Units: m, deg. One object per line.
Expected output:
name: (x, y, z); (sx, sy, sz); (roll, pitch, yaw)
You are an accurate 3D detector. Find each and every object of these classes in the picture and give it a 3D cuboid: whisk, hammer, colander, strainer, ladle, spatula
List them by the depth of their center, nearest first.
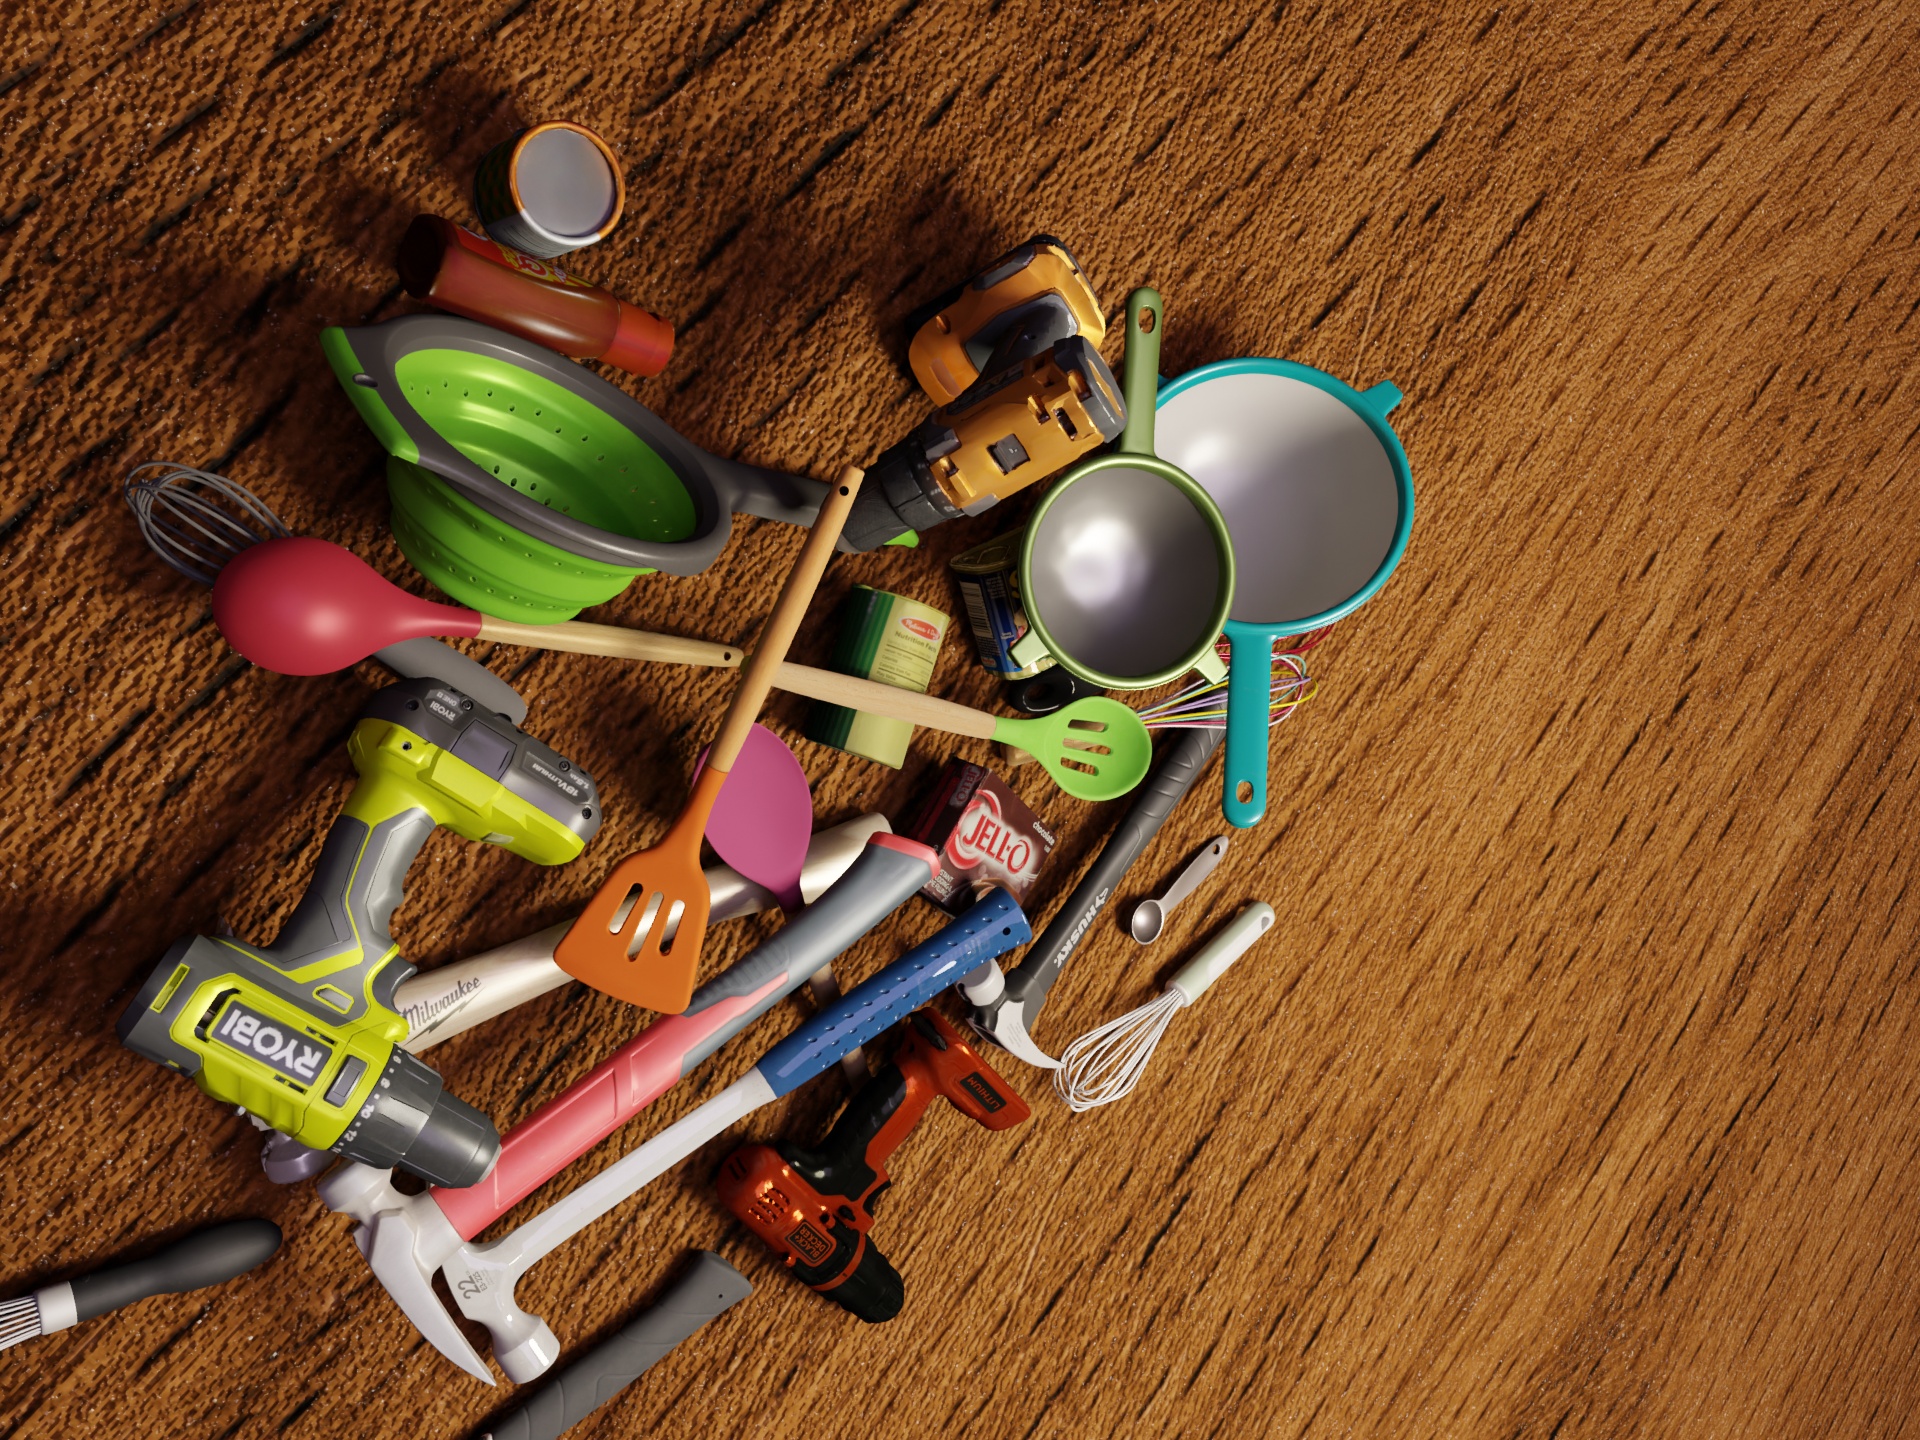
whisk: (-0.480, 0.299, 0.779); (0.284, 0.070, 0.070); (-11, 103, -37)
whisk: (-0.326, -0.060, 0.839); (0.238, 0.055, 0.055); (37, 76, -37)
ladle: (-0.245, -0.049, 0.875); (0.315, 0.031, 0.069); (5, 92, -47)
spatula: (-0.126, 0.006, 0.888); (0.081, 0.041, 0.322); (25, 97, -7)
colander: (-0.179, -0.112, 0.902); (0.396, 0.205, 0.094); (6, 128, -50)
hammer: (-0.156, 0.199, 0.915); (0.386, 0.038, 0.143); (-36, 97, -23)
hammer: (-0.295, 0.454, 0.937); (0.409, 0.036, 0.149); (-32, 114, -27)
hammer: (-0.219, 0.122, 0.943); (0.410, 0.038, 0.146); (-19, 105, -31)
hammer: (-0.131, 0.222, 0.971); (0.405, 0.035, 0.144); (-32, 105, -17)
strainer: (0.101, -0.148, 1.034); (0.151, 0.069, 0.256); (4, 89, -18)
strainer: (0.202, -0.084, 1.117); (0.211, 0.095, 0.340); (4, 74, 4)
whisk: (0.146, -0.004, 1.137); (0.245, 0.047, 0.051); (-14, 148, -15)
hammer: (0.116, 0.101, 1.154); (0.335, 0.035, 0.146); (-52, 140, -23)
whisk: (0.163, -0.055, 1.168); (0.296, 0.073, 0.073); (-18, 106, -25)
whisk: (0.161, 0.213, 1.208); (0.246, 0.059, 0.057); (-36, 127, -30)

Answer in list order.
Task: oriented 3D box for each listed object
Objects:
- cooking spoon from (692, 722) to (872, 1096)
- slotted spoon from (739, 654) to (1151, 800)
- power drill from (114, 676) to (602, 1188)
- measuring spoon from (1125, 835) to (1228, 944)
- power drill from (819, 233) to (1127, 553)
cooking spoon: (-0.098, 0.135, 0.997); (0.069, 0.017, 0.318); (-28, 124, -18)
slotted spoon: (-0.002, -0.003, 1.001); (0.313, 0.031, 0.070); (13, 90, -37)
power drill: (-0.285, 0.112, 0.825); (0.190, 0.080, 0.229); (35, 63, -18)
measuring spoon: (0.165, 0.126, 1.221); (0.124, 0.018, 0.034); (-39, 120, -31)
power drill: (0.006, -0.191, 0.954); (0.185, 0.226, 0.084); (-27, 119, 19)
